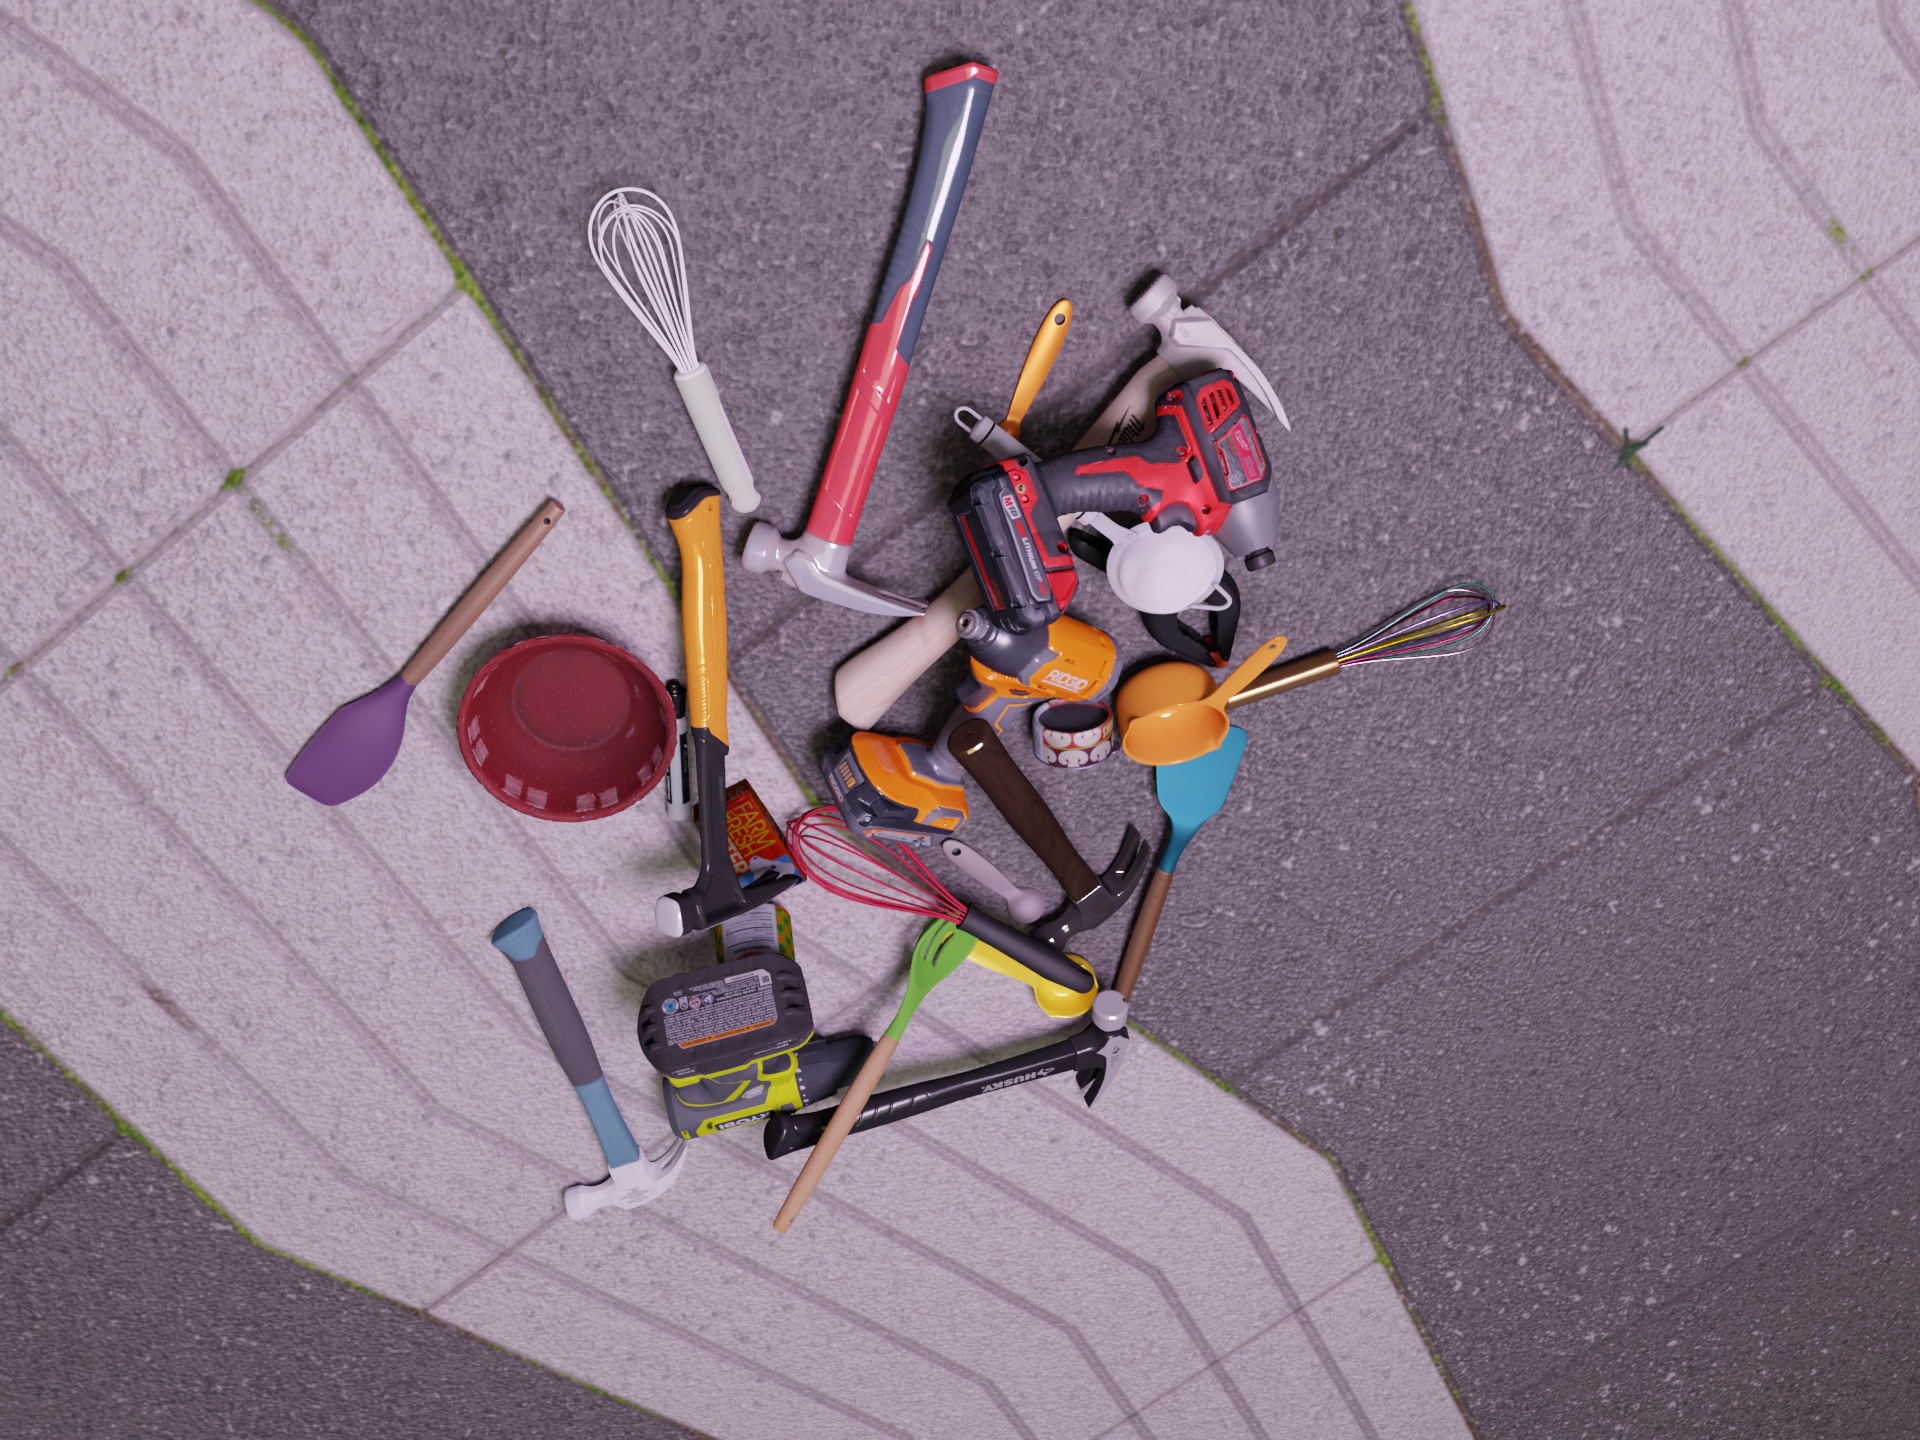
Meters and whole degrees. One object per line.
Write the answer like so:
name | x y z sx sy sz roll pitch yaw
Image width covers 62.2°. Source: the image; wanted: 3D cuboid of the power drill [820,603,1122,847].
power drill | -0.002 -0.004 1.214 0.226 0.084 0.164 -43 146 23

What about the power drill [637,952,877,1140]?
power drill | -0.168 0.278 1.339 0.190 0.080 0.228 -14 150 -5

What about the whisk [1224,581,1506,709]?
whisk | 0.331 -0.057 1.313 0.245 0.047 0.051 -19 121 4

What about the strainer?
strainer | 0.097 -0.145 1.154 0.258 0.050 0.087 36 126 -14

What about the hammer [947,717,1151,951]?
hammer | 0.067 0.088 1.276 0.130 0.031 0.331 -38 143 -1

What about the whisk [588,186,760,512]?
whisk | -0.190 -0.251 1.107 0.059 0.058 0.246 -25 125 -6

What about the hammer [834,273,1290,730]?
hammer | 0.059 -0.135 1.205 0.146 0.038 0.410 42 107 -8

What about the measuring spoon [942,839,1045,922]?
measuring spoon | 0.029 0.141 1.374 0.034 0.018 0.124 -43 120 13

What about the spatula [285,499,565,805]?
spatula | -0.396 -0.047 1.193 0.059 0.018 0.316 36 108 -26

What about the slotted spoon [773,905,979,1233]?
slotted spoon | -0.074 0.292 1.352 0.314 0.031 0.070 -59 141 -10

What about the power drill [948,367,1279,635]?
power drill | 0.116 -0.143 1.102 0.219 0.078 0.143 -23 95 -12

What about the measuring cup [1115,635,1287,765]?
measuring cup | 0.193 -0.032 1.264 0.095 0.052 0.173 15 136 -32

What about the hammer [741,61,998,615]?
hammer | -0.035 -0.261 1.121 0.143 0.038 0.386 19 112 -4

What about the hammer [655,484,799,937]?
hammer | -0.185 -0.010 1.206 0.127 0.034 0.336 -19 113 -49

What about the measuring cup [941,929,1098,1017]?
measuring cup | 0.051 0.216 1.424 0.156 0.029 0.062 25 112 -10

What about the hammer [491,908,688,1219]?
hammer | -0.332 0.302 1.387 0.128 0.033 0.330 -16 120 -1

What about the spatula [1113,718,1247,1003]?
spatula | 0.174 0.144 1.404 0.082 0.044 0.317 7 121 -12

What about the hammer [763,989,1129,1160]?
hammer | -0.011 0.332 1.416 0.334 0.035 0.146 -13 138 -13

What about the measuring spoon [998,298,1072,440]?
measuring spoon | 0.055 -0.254 1.169 0.021 0.011 0.117 17 114 -19

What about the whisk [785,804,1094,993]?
whisk | -0.014 0.153 1.320 0.295 0.073 0.073 30 110 -10
